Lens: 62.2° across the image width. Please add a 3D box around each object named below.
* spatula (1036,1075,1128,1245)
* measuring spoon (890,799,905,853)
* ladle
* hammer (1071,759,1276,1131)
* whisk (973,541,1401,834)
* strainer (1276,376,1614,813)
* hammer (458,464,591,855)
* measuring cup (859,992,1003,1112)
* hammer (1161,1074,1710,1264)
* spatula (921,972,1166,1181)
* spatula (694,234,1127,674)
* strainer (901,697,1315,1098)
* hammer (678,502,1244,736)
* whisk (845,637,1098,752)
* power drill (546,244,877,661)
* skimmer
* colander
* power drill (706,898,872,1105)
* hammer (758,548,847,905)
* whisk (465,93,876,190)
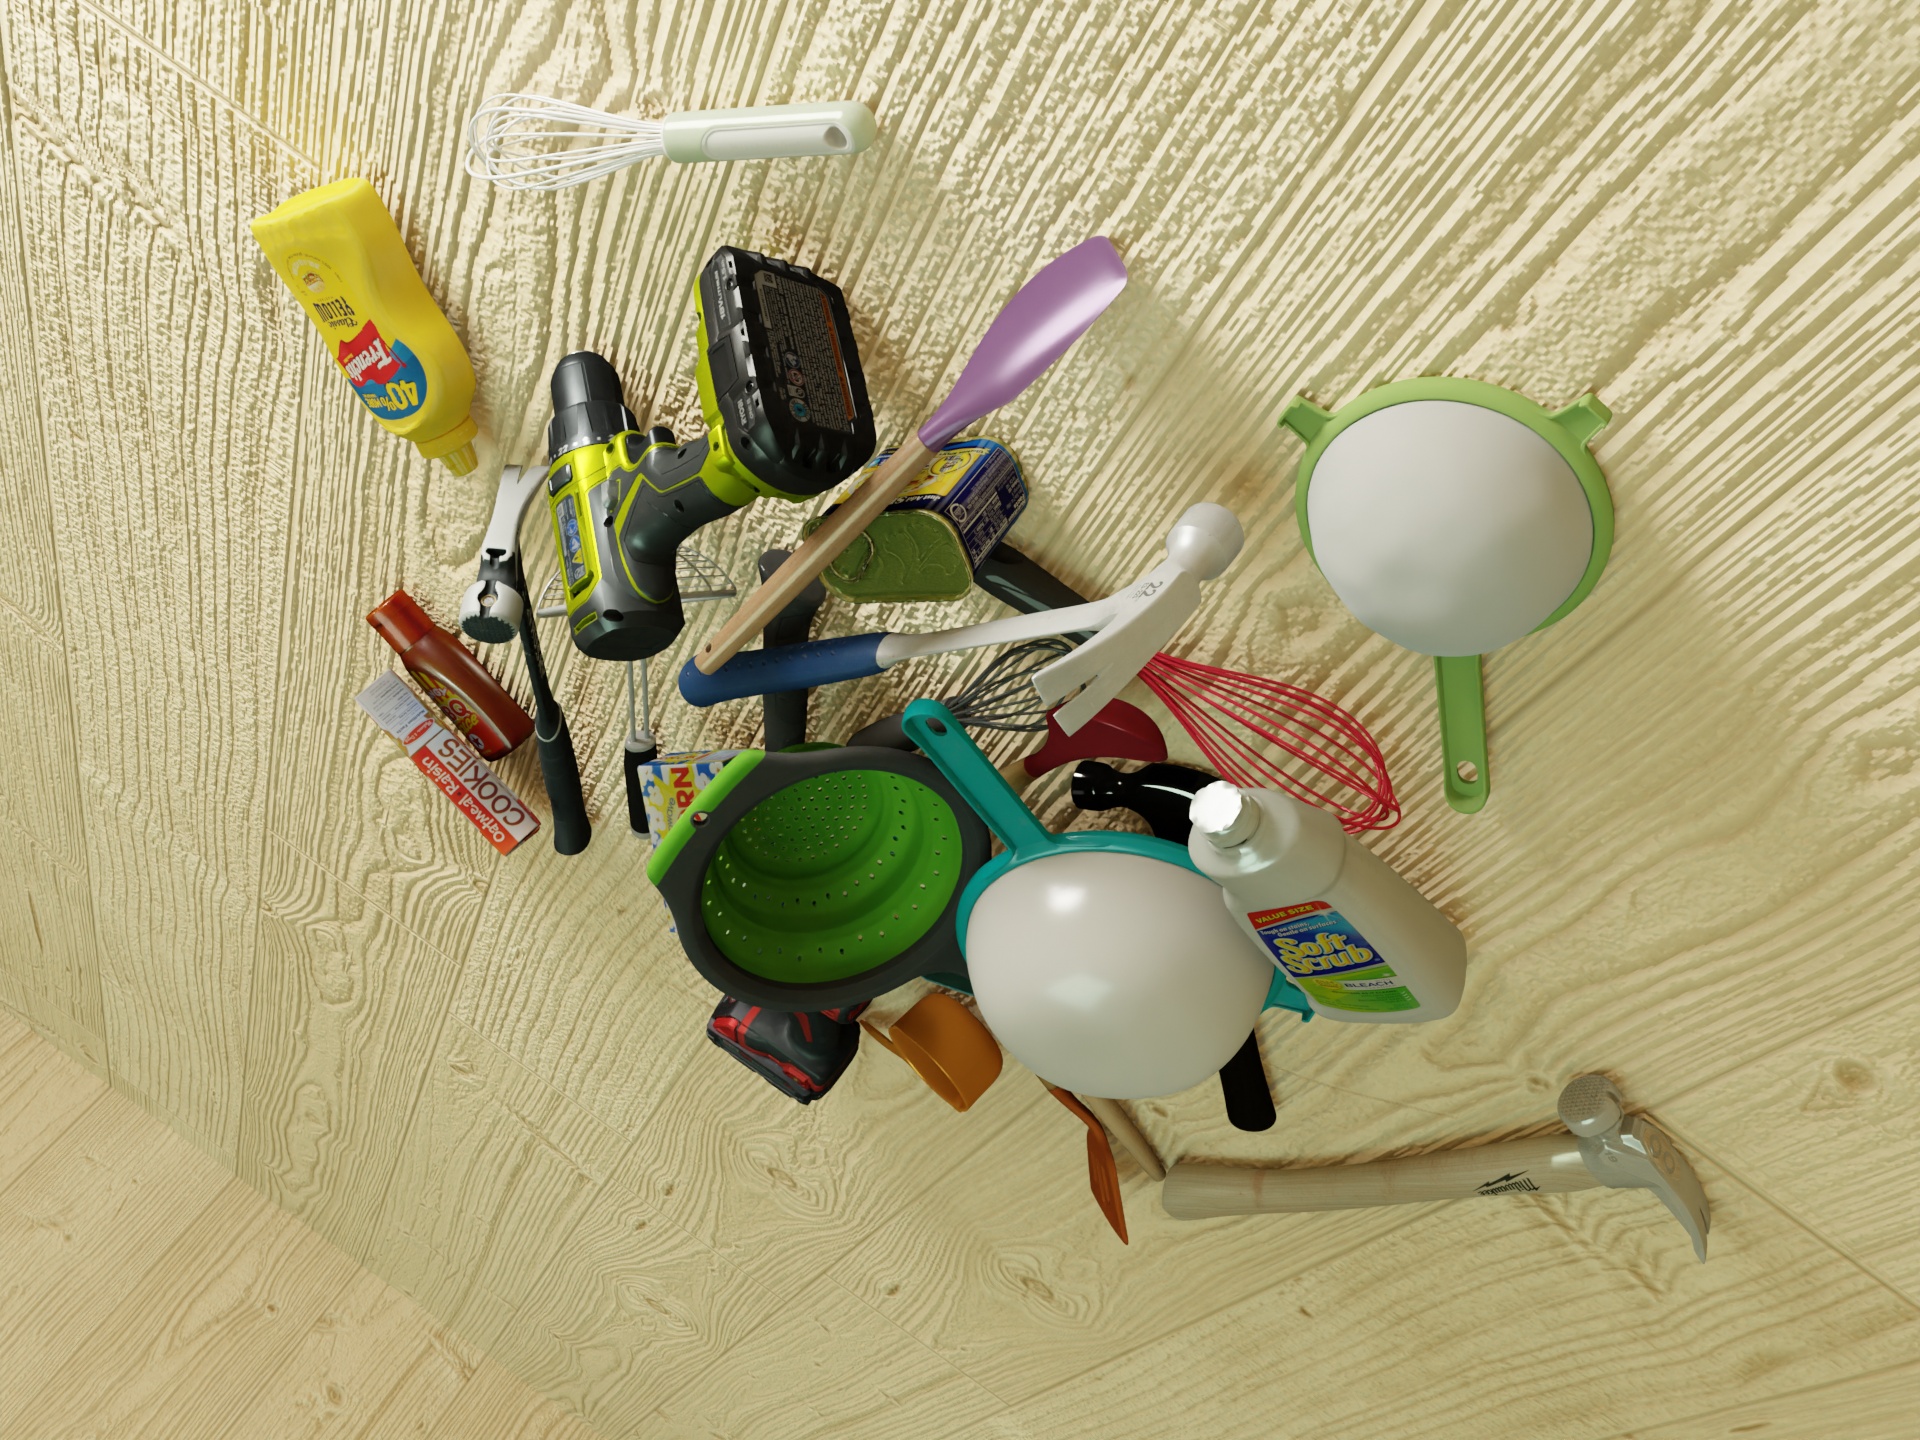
[{"bbox_3d":[0.053,0.269,1.229,0.322,0.041,0.081,56,175,-19],"label":"spatula"},{"bbox_3d":[-0.044,0.066,1.125,0.042,0.021,0.128,23,148,13],"label":"measuring spoon"},{"bbox_3d":[0.036,0.036,0.983,0.069,0.031,0.315,26,156,-15],"label":"ladle"},{"bbox_3d":[0.170,0.161,1.052,0.130,0.031,0.331,6,132,31],"label":"hammer"},{"bbox_3d":[0.116,-0.024,0.890,0.296,0.073,0.073,33,140,11],"label":"whisk"},{"bbox_3d":[0.235,-0.039,0.780,0.151,0.069,0.256,7,131,30],"label":"strainer"},{"bbox_3d":[-0.304,-0.016,1.161,0.036,0.149,0.408,3,147,-4],"label":"hammer"},{"bbox_3d":[-0.028,0.251,1.273,0.095,0.052,0.174,56,160,-20],"label":"measuring cup"},{"bbox_3d":[0.307,0.332,1.121,0.146,0.038,0.410,48,139,-16],"label":"hammer"},{"bbox_3d":[0.070,0.255,1.202,0.044,0.082,0.317,-23,120,22],"label":"spatula"},{"bbox_3d":[-0.035,-0.127,0.814,0.316,0.060,0.018,-42,136,24],"label":"spatula"},{"bbox_3d":[0.059,0.129,0.945,0.211,0.095,0.340,-18,128,29],"label":"strainer"},{"bbox_3d":[-0.036,-0.038,0.888,0.405,0.144,0.035,-6,124,48],"label":"hammer"},{"bbox_3d":[-0.001,-0.003,1.004,0.055,0.055,0.239,50,143,-17],"label":"whisk"},{"bbox_3d":[-0.157,-0.161,0.888,0.228,0.080,0.191,-29,67,41],"label":"power drill"},{"bbox_3d":[-0.225,0.001,1.124,0.127,0.090,0.363,-8,144,-15],"label":"skimmer"},{"bbox_3d":[-0.033,0.117,1.070,0.396,0.095,0.204,32,106,-35],"label":"colander"},{"bbox_3d":[-0.153,0.196,1.246,0.188,0.080,0.226,32,149,12],"label":"power drill"},{"bbox_3d":[-0.128,0.014,1.113,0.146,0.035,0.334,23,138,14],"label":"hammer"},{"bbox_3d":[-0.154,-0.299,0.817,0.246,0.059,0.057,6,144,24],"label":"whisk"}]
